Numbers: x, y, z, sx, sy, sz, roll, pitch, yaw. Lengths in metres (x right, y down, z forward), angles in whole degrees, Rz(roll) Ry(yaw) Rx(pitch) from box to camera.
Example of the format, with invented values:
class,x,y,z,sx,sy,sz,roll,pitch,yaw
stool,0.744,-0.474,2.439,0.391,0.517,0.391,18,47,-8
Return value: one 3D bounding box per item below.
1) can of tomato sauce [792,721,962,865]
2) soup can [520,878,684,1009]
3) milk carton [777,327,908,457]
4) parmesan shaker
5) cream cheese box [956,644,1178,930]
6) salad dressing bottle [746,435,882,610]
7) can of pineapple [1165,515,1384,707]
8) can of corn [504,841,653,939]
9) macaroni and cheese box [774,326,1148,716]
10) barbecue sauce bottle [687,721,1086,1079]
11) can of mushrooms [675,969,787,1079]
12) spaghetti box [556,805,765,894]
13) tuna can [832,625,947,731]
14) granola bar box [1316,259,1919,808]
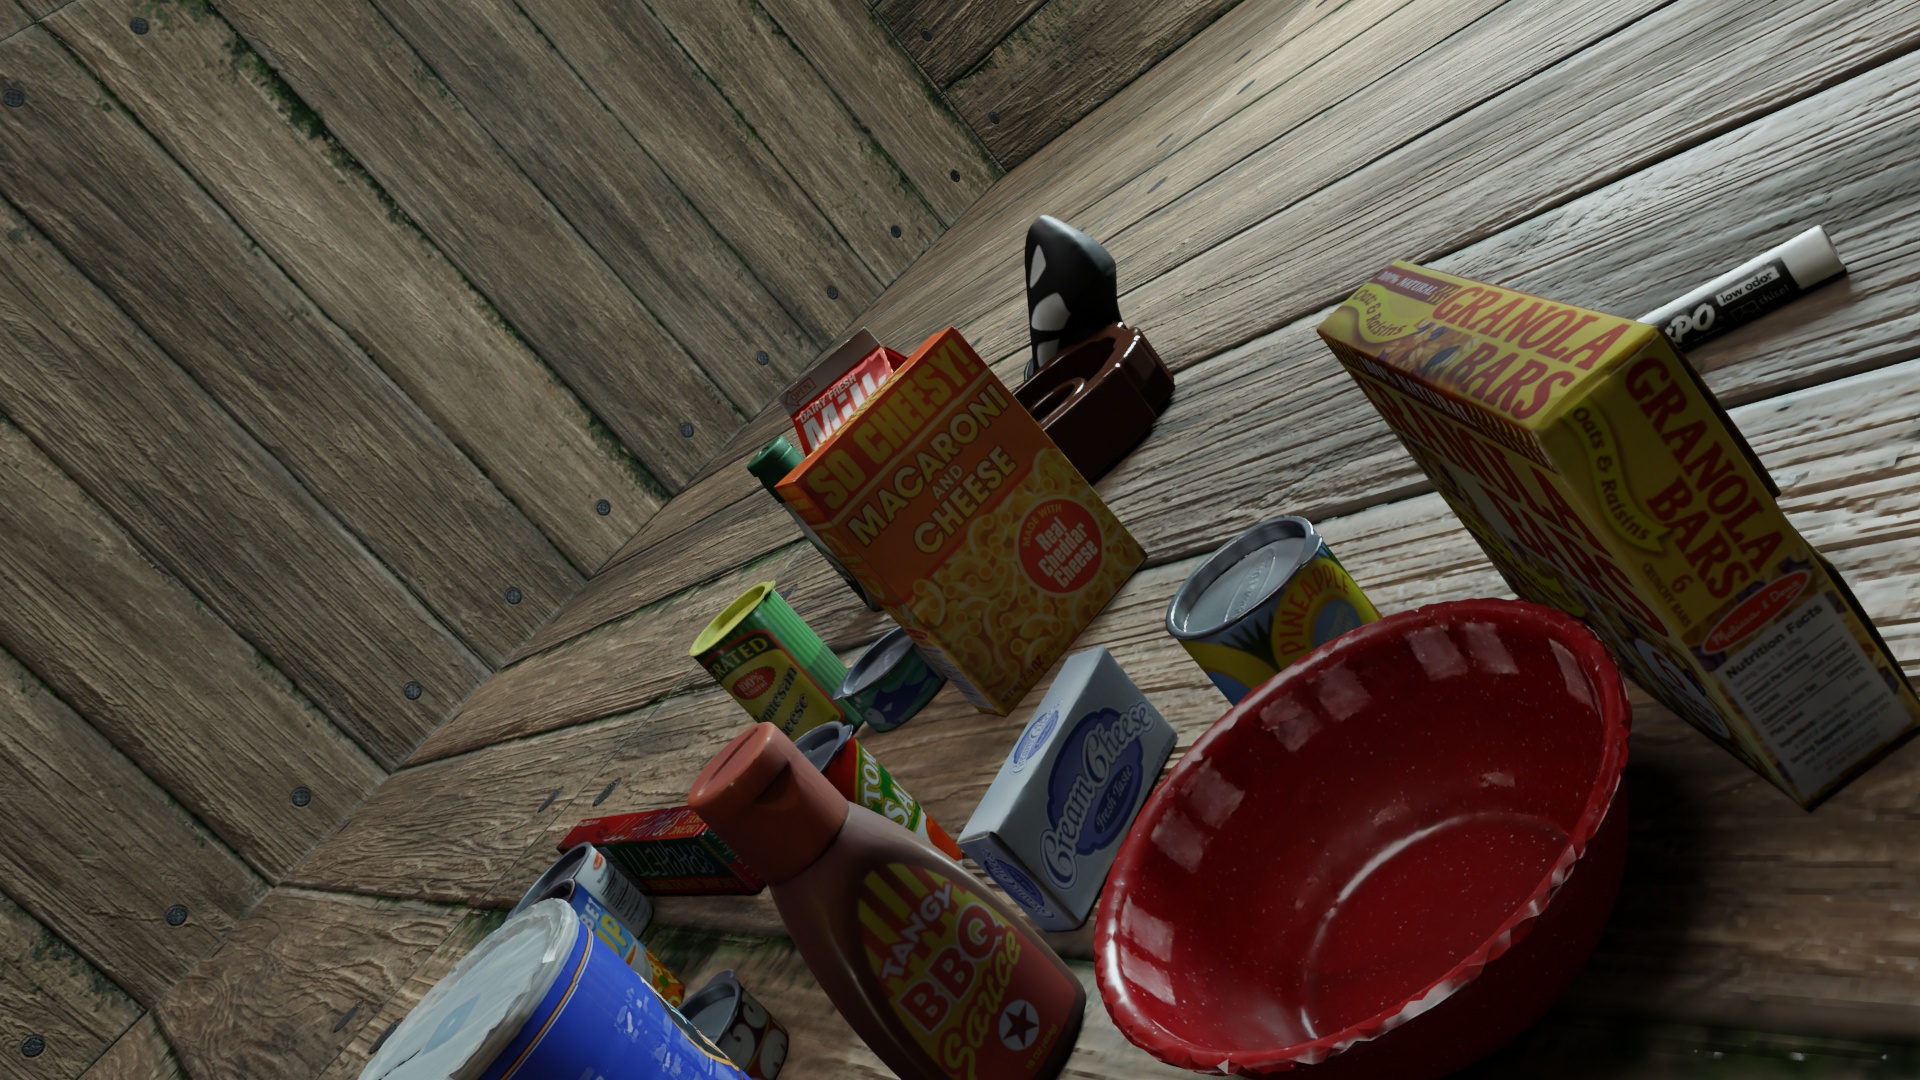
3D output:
class,x,y,z,sx,sy,sz,roll,pitch,yaw
can of tomato sauce,-0.048,0.132,0.619,0.071,0.083,0.071,-38,14,12
soup can,-0.192,0.226,0.713,0.071,0.083,0.071,-38,14,12
milk carton,-0.017,-0.031,0.803,0.072,0.190,0.074,-37,15,18
parmesan shaker,-0.110,0.084,0.880,0.071,0.103,0.071,-38,14,12
cream cheese box,0.045,0.095,0.544,0.024,0.053,0.104,-26,21,47
salad dressing bottle,-0.099,-0.014,1.050,0.044,0.147,0.064,-42,14,-3
can of pineapple,0.121,0.033,0.521,0.071,0.058,0.071,-38,14,12
can of corn,-0.235,0.232,0.857,0.071,0.058,0.071,-38,14,12
macaroni and cheese box,0.003,-0.009,0.735,0.124,0.166,0.040,-46,15,-19
barbecue sauce bottle,-0.025,0.123,0.453,0.065,0.148,0.043,-49,16,-29
can of mushrooms,-0.108,0.224,0.601,0.071,0.033,0.071,-38,14,12
spaghetti box,-0.187,0.194,0.862,0.249,0.050,0.029,-21,25,54
tuna can,-0.041,0.084,0.843,0.071,0.033,0.071,-38,14,12
granola bar box,0.173,-0.014,0.393,0.039,0.124,0.166,-39,14,9
